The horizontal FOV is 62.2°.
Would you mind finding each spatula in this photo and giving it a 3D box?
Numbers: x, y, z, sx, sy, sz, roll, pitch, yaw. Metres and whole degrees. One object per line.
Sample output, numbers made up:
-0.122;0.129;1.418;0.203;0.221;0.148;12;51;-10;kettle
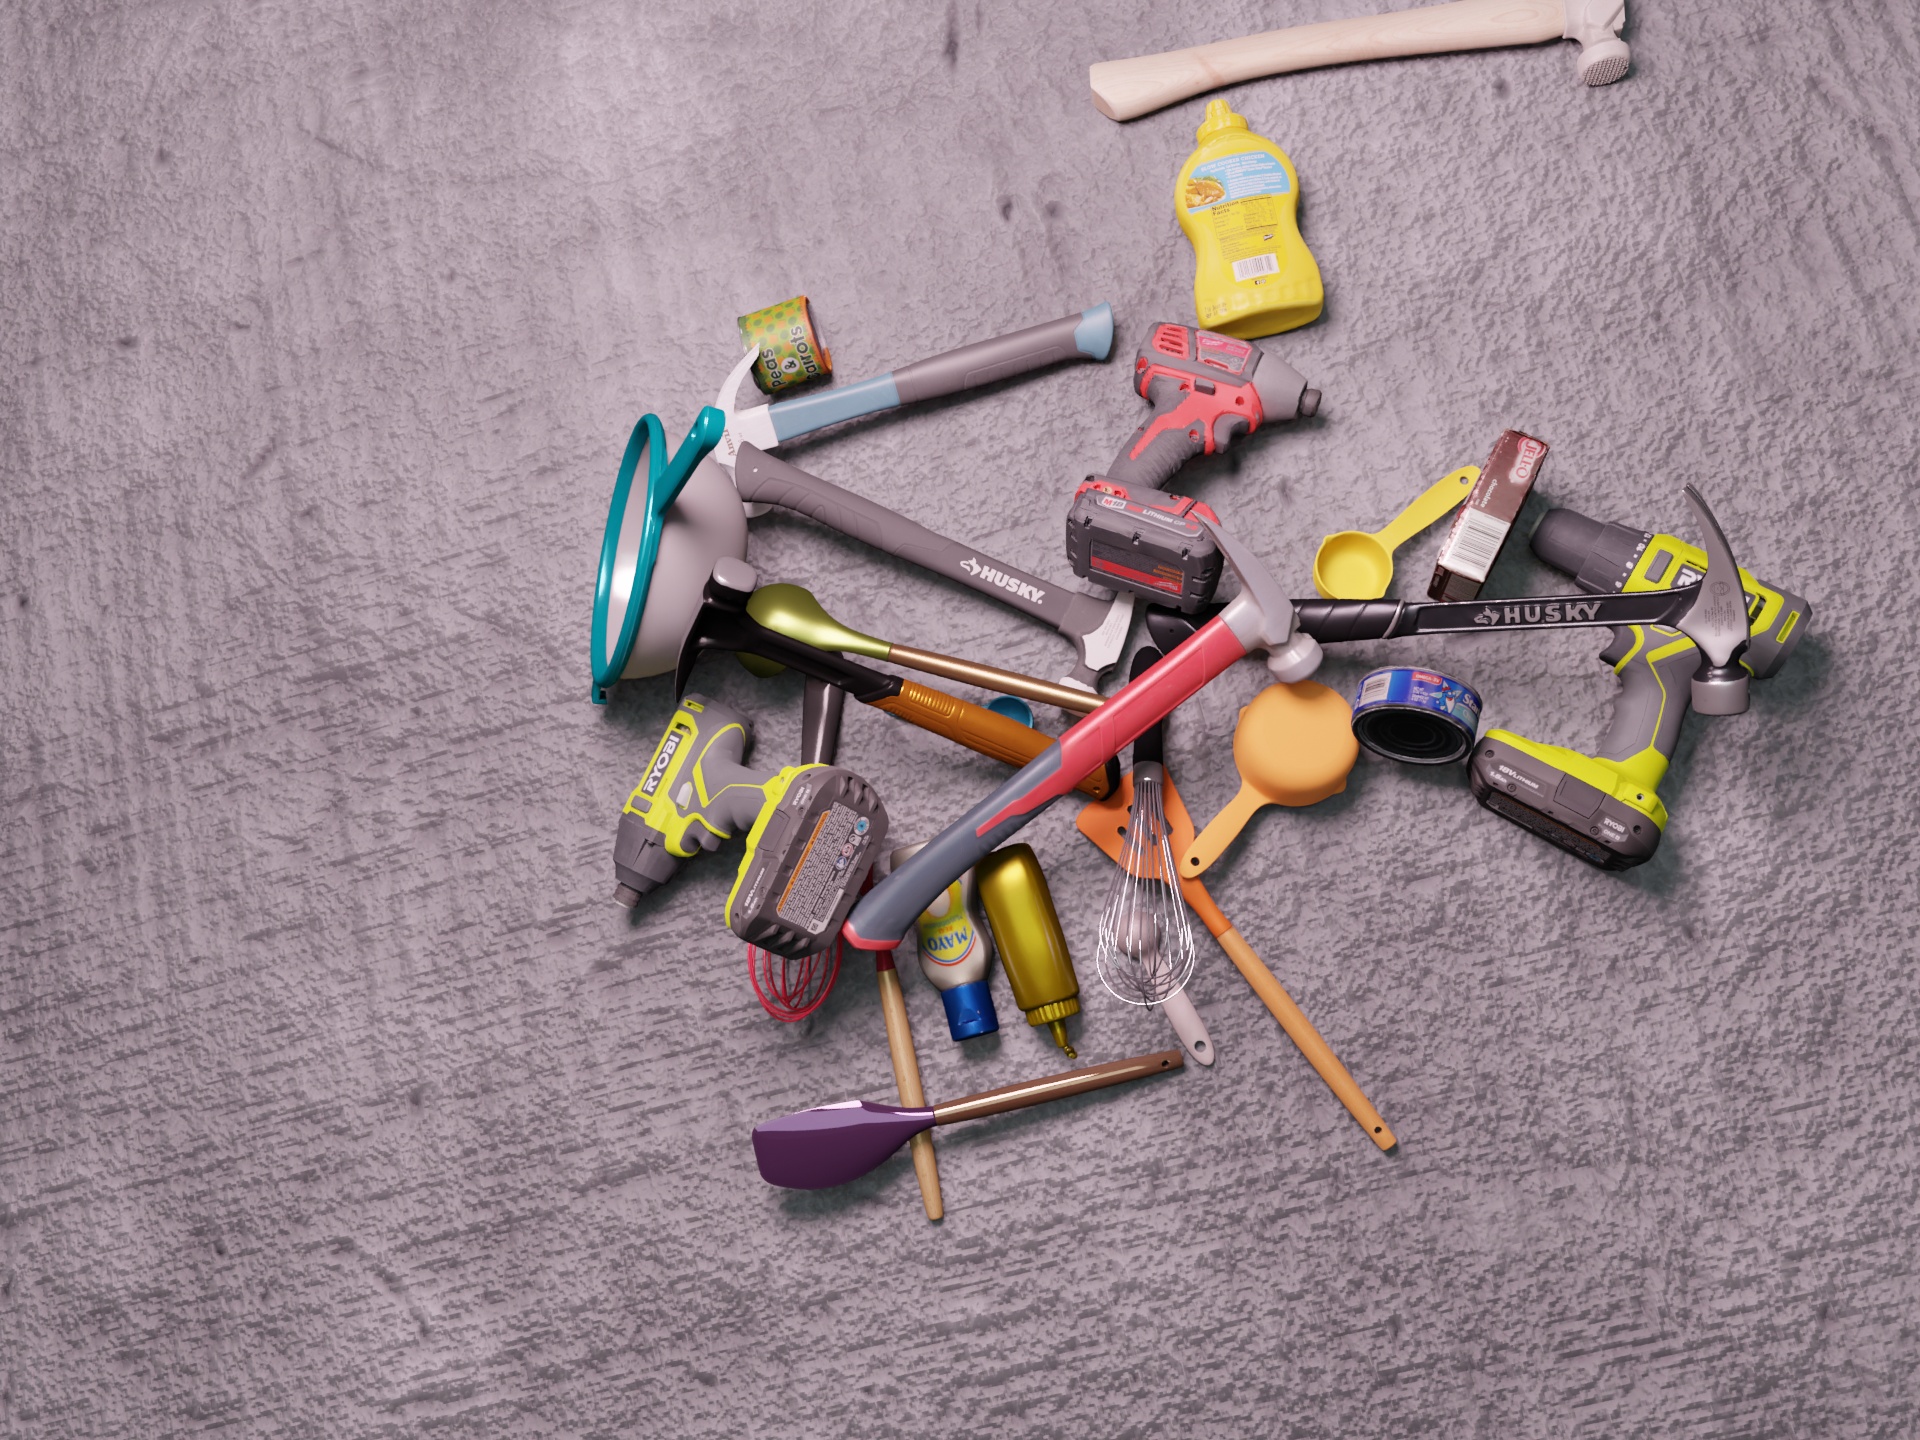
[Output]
0.007;0.282;1.149;0.316;0.018;0.060;-14;94;-1;spatula
0.207;0.173;1.153;0.081;0.041;0.323;-38;79;3;spatula

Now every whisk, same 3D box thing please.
-0.115;0.081;1.214;0.073;0.073;0.296;1;73;11;whisk
0.135;0.069;1.143;0.070;0.070;0.285;-2;62;10;whisk

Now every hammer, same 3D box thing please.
-0.037;-0.265;1.257;0.331;0.033;0.128;-16;116;1;hammer
-0.040;-0.009;1.162;0.336;0.127;0.034;21;43;-11;hammer
0.308;-0.549;1.266;0.410;0.038;0.146;-6;77;10;hammer
-0.022;-0.137;1.223;0.335;0.035;0.146;25;84;5;hammer
0.062;0.022;1.105;0.386;0.038;0.143;-38;115;5;hammer
0.320;-0.076;1.103;0.409;0.036;0.149;0;106;30;hammer

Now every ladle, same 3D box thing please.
-0.049;0.211;1.180;0.031;0.069;0.315;-11;83;0;ladle
-0.026;-0.040;1.202;0.320;0.062;0.078;15;73;12;ladle

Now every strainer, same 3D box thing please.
-0.191;-0.139;1.165;0.095;0.340;0.211;10;70;-22;strainer

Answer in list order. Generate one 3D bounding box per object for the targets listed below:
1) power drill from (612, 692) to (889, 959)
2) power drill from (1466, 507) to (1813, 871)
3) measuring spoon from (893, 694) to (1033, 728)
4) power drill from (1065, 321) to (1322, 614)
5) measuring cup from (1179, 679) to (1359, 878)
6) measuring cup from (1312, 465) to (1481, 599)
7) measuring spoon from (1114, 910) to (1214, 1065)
-0.168;0.084;1.170;0.223;0.080;0.171;19;80;47;power drill
0.454;-0.029;1.119;0.191;0.080;0.228;30;84;19;power drill
-0.002;-0.004;1.232;0.129;0.021;0.042;10;83;21;measuring spoon
0.174;-0.195;1.180;0.143;0.078;0.220;19;64;14;power drill
0.217;0.044;1.142;0.095;0.052;0.173;40;75;13;measuring cup
0.329;-0.139;1.194;0.156;0.029;0.062;-37;75;-10;measuring cup
0.151;0.195;1.160;0.034;0.018;0.124;-30;76;3;measuring spoon
